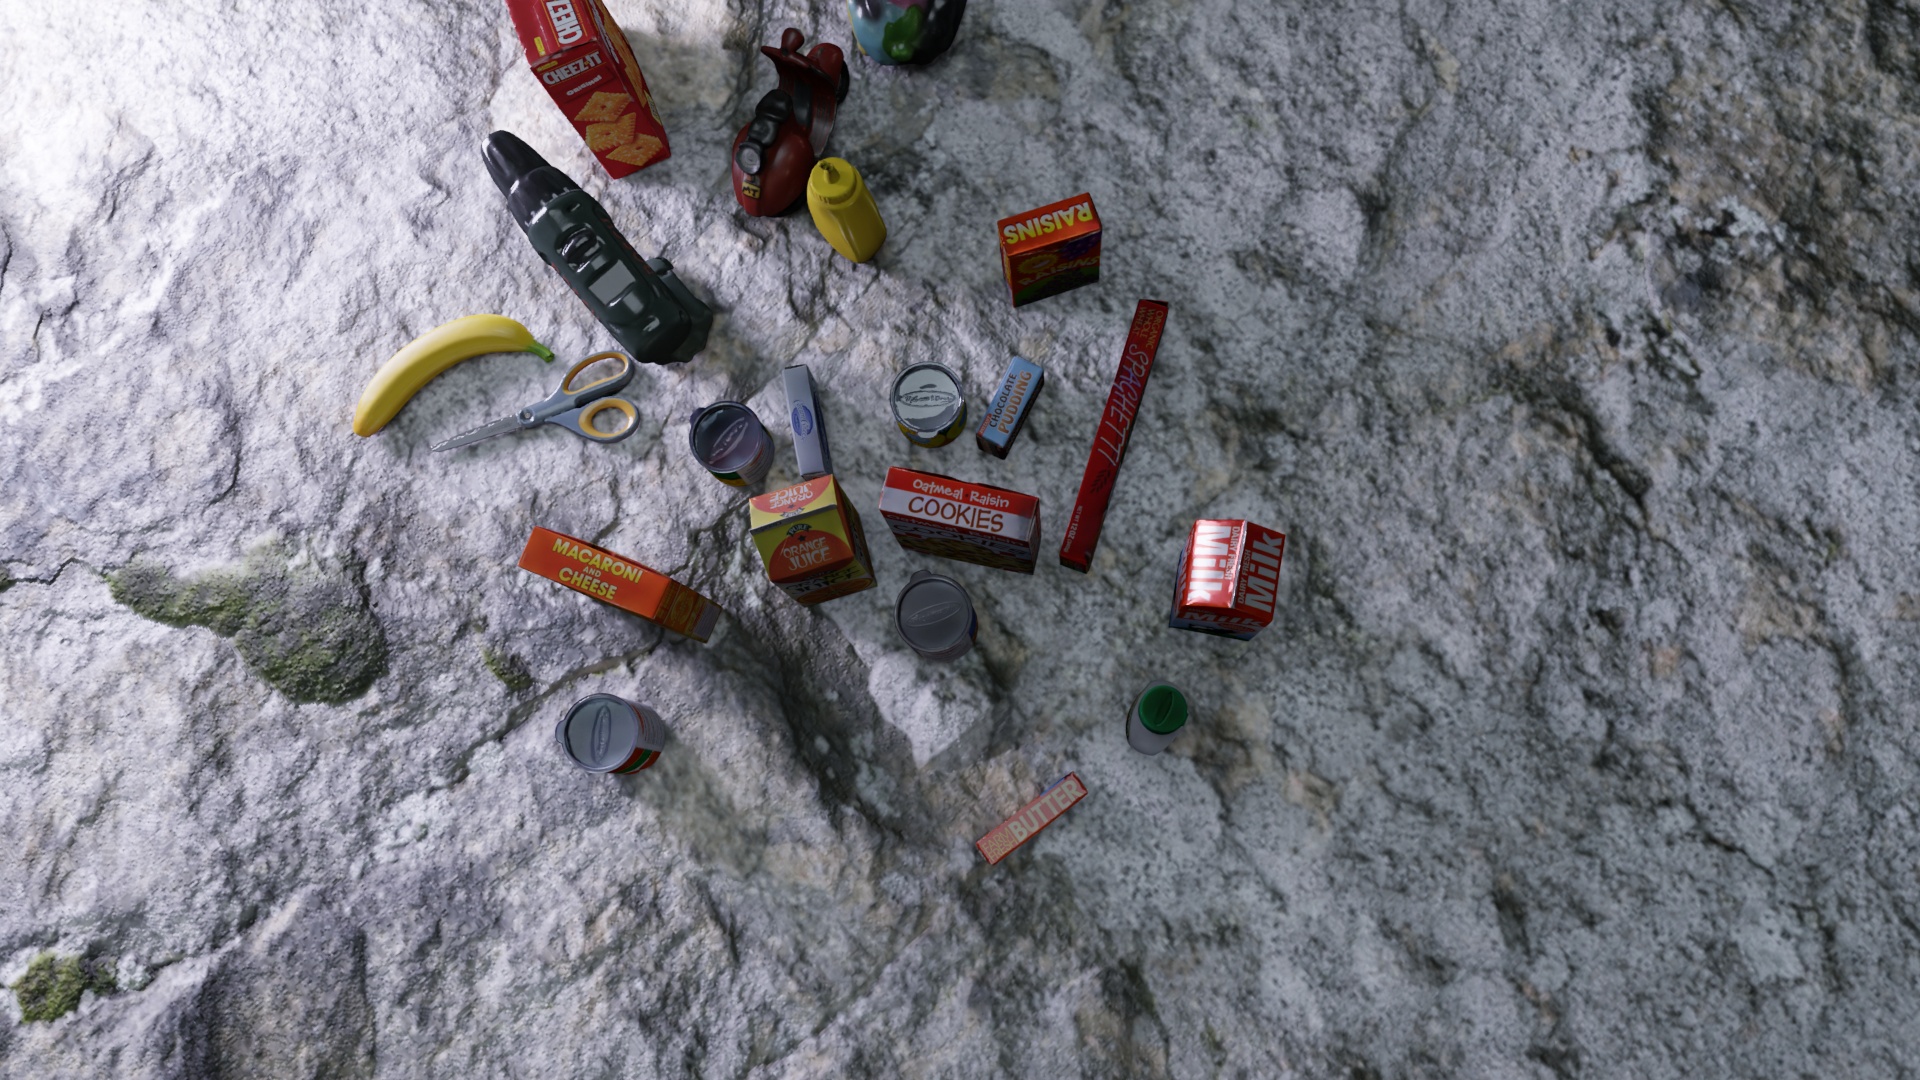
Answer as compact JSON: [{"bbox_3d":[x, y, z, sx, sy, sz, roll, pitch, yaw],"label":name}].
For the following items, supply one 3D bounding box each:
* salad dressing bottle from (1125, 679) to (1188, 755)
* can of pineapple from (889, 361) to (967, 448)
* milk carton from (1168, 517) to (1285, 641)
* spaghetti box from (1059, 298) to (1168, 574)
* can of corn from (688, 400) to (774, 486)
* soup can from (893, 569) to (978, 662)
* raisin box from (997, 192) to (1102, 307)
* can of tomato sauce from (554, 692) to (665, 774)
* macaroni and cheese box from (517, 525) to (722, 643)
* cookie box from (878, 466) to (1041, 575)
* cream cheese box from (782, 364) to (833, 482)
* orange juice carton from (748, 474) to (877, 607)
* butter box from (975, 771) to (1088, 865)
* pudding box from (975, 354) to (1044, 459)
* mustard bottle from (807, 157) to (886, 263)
[{"bbox_3d":[0.161,0.142,1.133,0.044,0.147,0.064,25,82,8],"label":"salad dressing bottle"},{"bbox_3d":[-0.028,-0.119,1.246,0.071,0.057,0.071,-1,79,4],"label":"can of pineapple"},{"bbox_3d":[0.216,0.032,1.130,0.073,0.190,0.072,10,80,6],"label":"milk carton"},{"bbox_3d":[0.137,-0.094,1.233,0.029,0.050,0.250,17,80,7],"label":"spaghetti box"},{"bbox_3d":[-0.207,-0.088,1.252,0.071,0.058,0.071,-1,79,4],"label":"can of corn"},{"bbox_3d":[-0.020,0.066,1.194,0.071,0.083,0.071,-1,79,4],"label":"soup can"},{"bbox_3d":[0.079,-0.256,1.234,0.086,0.123,0.040,-17,78,1],"label":"raisin box"},{"bbox_3d":[-0.299,0.168,1.192,0.071,0.083,0.071,-1,79,4],"label":"can of tomato sauce"},{"bbox_3d":[-0.283,0.039,1.175,0.124,0.166,0.040,20,81,8],"label":"macaroni and cheese box"},{"bbox_3d":[0.004,-0.015,1.166,0.123,0.167,0.040,12,80,6],"label":"cookie box"},{"bbox_3d":[-0.137,-0.102,1.252,0.024,0.053,0.104,-12,78,2],"label":"cream cheese box"},{"bbox_3d":[-0.123,0.000,1.159,0.072,0.192,0.073,-16,78,1],"label":"orange juice carton"},{"bbox_3d":[0.061,0.234,1.169,0.103,0.053,0.024,-36,79,-4],"label":"butter box"},{"bbox_3d":[0.044,-0.119,1.245,0.030,0.049,0.084,26,81,9],"label":"pudding box"},{"bbox_3d":[-0.105,-0.301,1.237,0.065,0.160,0.049,40,84,10],"label":"mustard bottle"}]
